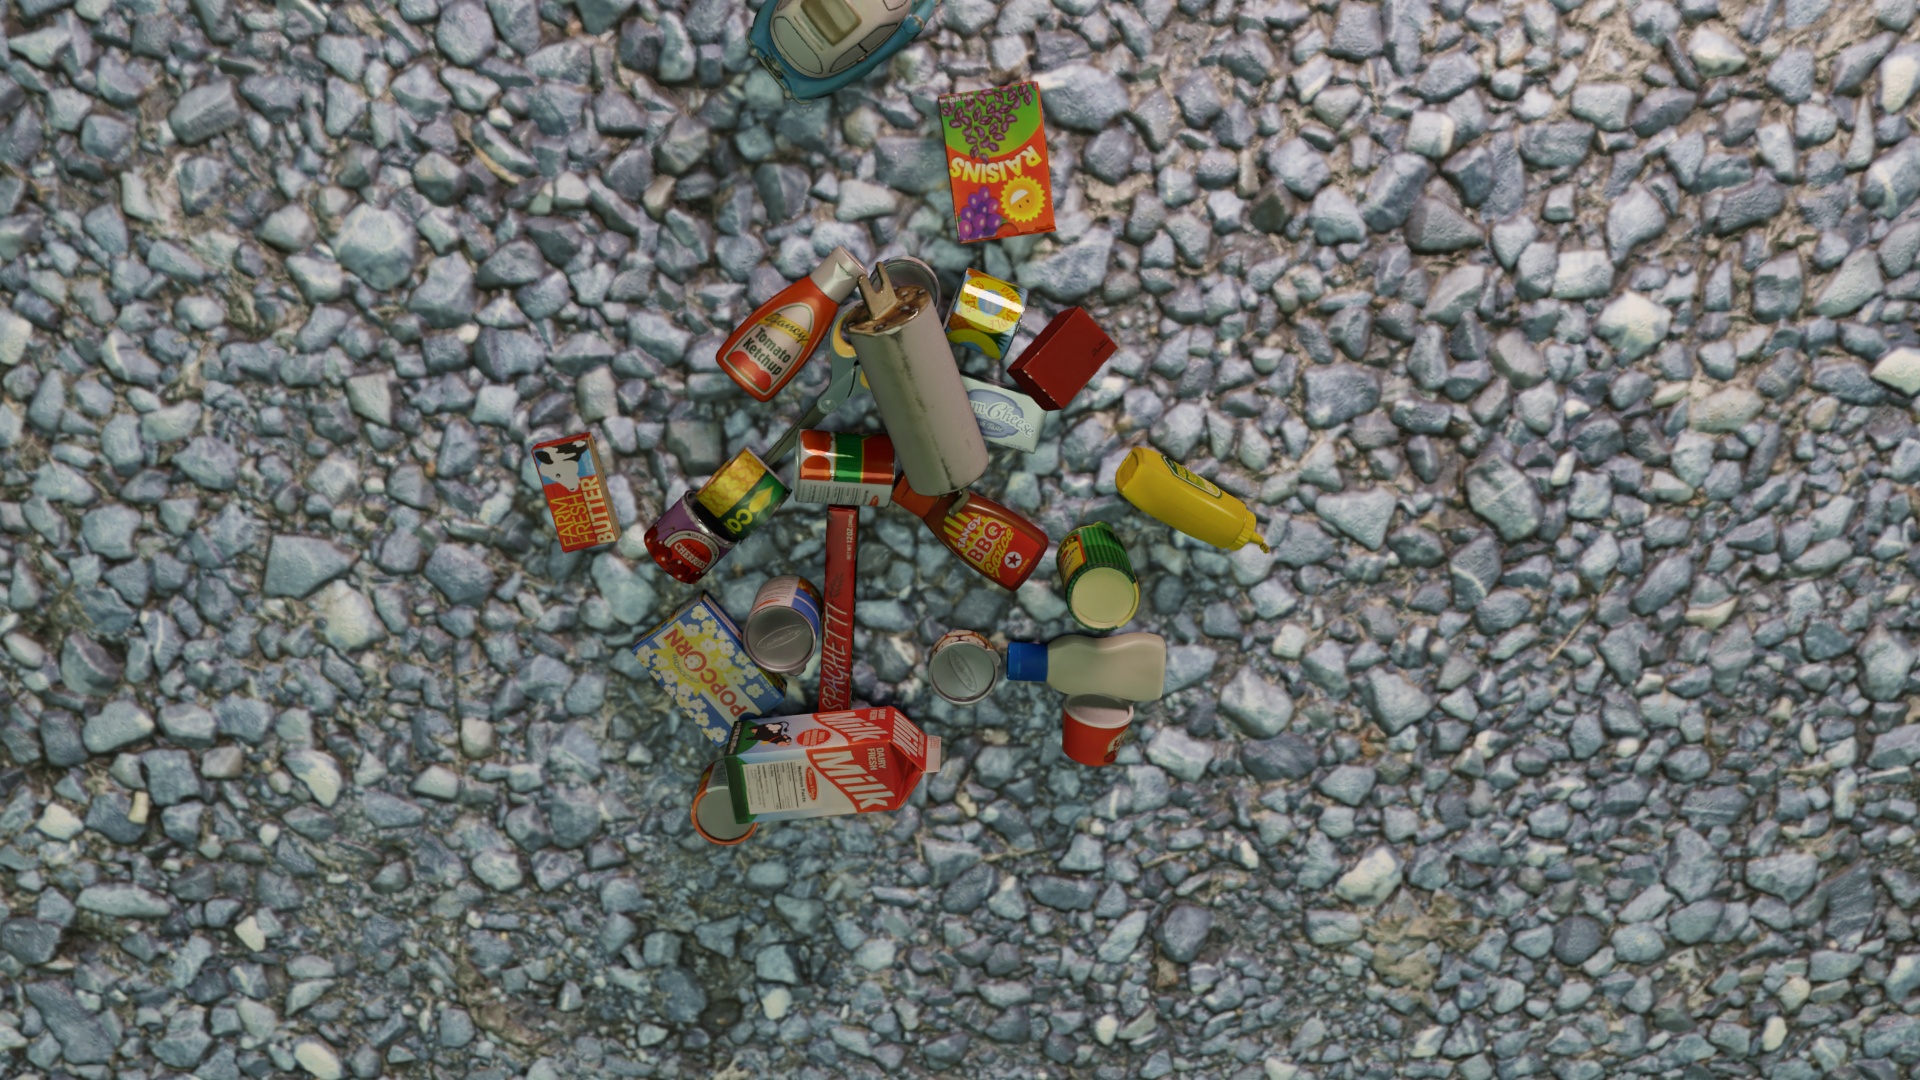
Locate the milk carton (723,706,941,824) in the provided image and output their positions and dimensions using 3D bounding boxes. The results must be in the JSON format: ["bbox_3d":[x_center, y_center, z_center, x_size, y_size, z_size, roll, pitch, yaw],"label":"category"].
[{"bbox_3d":[-0.113,0.204,1.273,0.191,0.072,0.073,-5,109,1],"label":"milk carton"}]

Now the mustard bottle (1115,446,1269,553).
[{"bbox_3d":[0.218,-0.030,1.264,0.160,0.065,0.048,27,111,-15],"label":"mustard bottle"}]

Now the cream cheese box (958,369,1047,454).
[{"bbox_3d":[0.025,-0.118,1.250,0.104,0.024,0.053,15,106,-6],"label":"cream cheese box"}]

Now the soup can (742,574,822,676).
[{"bbox_3d":[-0.161,0.078,1.278,0.071,0.084,0.071,0,108,-1],"label":"soup can"}]

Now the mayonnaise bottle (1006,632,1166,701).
[{"bbox_3d":[0.118,0.117,1.320,0.148,0.041,0.064,3,106,-1],"label":"mayonnaise bottle"}]

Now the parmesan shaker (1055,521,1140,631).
[{"bbox_3d":[0.124,0.031,1.258,0.071,0.103,0.071,0,108,-1],"label":"parmesan shaker"}]

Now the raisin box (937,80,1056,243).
[{"bbox_3d":[0.032,-0.320,1.177,0.086,0.040,0.123,-8,109,1],"label":"raisin box"}]

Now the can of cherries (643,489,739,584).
[{"bbox_3d":[-0.243,-0.001,1.258,0.058,0.072,0.071,-43,104,12],"label":"can of cherries"}]

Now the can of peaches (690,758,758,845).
[{"bbox_3d":[-0.224,0.255,1.348,0.071,0.058,0.071,0,108,-1],"label":"can of peaches"}]

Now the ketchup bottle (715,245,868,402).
[{"bbox_3d":[-0.144,-0.192,1.213,0.064,0.044,0.148,43,102,-13],"label":"ketchup bottle"}]

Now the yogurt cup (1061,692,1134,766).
[{"bbox_3d":[0.128,0.179,1.328,0.072,0.073,0.053,7,116,-3],"label":"yogurt cup"}]

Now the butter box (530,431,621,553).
[{"bbox_3d":[-0.349,-0.043,1.267,0.053,0.024,0.103,-12,108,2],"label":"butter box"}]

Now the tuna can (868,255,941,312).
[{"bbox_3d":[-0.052,-0.213,1.213,0.071,0.033,0.070,0,108,-1],"label":"tuna can"}]

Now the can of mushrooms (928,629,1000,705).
[{"bbox_3d":[0.005,0.120,1.321,0.071,0.033,0.070,0,107,0],"label":"can of mushrooms"}]

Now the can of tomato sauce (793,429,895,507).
[{"bbox_3d":[-0.104,-0.066,1.234,0.083,0.071,0.071,3,108,-12],"label":"can of tomato sauce"}]

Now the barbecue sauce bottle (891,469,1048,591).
[{"bbox_3d":[0.005,-0.016,1.272,0.148,0.044,0.064,32,106,-10],"label":"barbecue sauce bottle"}]

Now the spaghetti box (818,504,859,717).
[{"bbox_3d":[-0.114,0.081,1.298,0.029,0.050,0.249,4,108,-1],"label":"spaghetti box"}]

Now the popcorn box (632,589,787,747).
[{"bbox_3d":[-0.236,0.121,1.315,0.085,0.038,0.126,-36,105,9],"label":"popcorn box"}]

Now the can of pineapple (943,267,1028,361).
[{"bbox_3d":[0.021,-0.196,1.201,0.058,0.071,0.070,20,107,-7],"label":"can of pineapple"}]

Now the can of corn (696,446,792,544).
[{"bbox_3d":[-0.196,-0.041,1.247,0.071,0.071,0.058,-42,103,12],"label":"can of corn"}]
